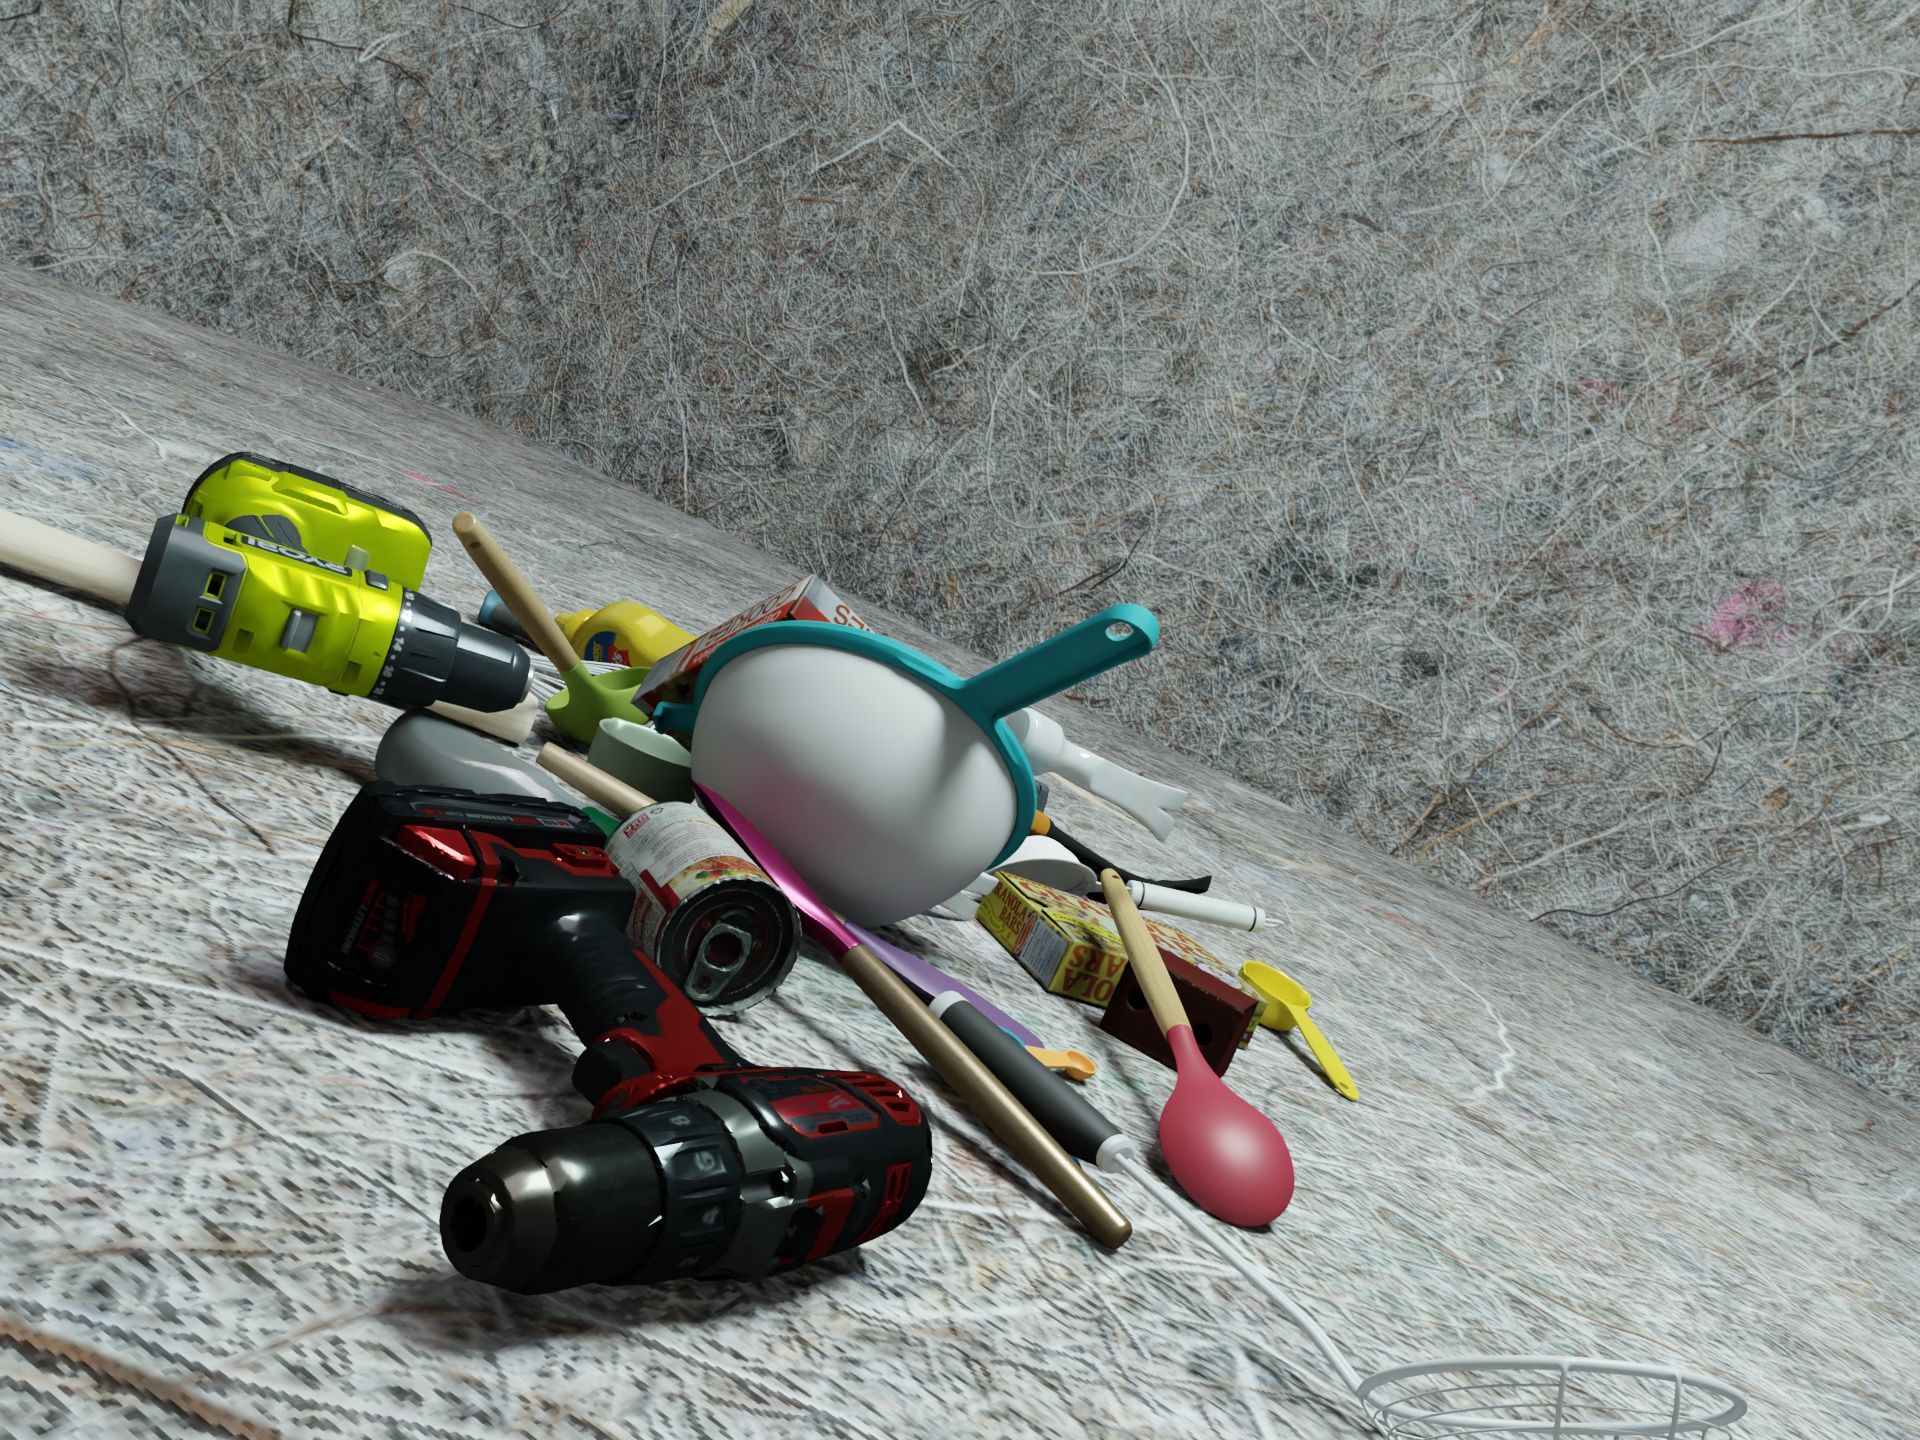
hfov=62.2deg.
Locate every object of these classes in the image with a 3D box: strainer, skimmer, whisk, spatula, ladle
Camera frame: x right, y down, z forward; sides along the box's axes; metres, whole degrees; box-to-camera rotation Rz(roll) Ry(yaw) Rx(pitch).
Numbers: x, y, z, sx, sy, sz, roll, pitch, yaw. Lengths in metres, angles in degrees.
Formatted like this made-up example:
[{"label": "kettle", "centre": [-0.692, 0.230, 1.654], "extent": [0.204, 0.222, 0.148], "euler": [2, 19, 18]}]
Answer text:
[{"label": "strainer", "centre": [-0.030, 0.031, 0.848], "extent": [0.210, 0.095, 0.340], "euler": [42, -40, -20]}, {"label": "skimmer", "centre": [0.124, 0.190, 0.649], "extent": [0.364, 0.090, 0.127], "euler": [33, -10, 42]}, {"label": "whisk", "centre": [-0.331, -0.043, 1.146], "extent": [0.246, 0.058, 0.059], "euler": [21, -27, -2]}, {"label": "spatula", "centre": [-0.087, 0.098, 0.853], "extent": [0.316, 0.018, 0.060], "euler": [32, 3, -8]}, {"label": "ladle", "centre": [-0.249, -0.057, 0.965], "extent": [0.078, 0.062, 0.320], "euler": [-16, -20, -3]}, {"label": "strainer", "centre": [0.118, 0.123, 1.156], "extent": [0.258, 0.050, 0.086], "euler": [14, -32, -14]}, {"label": "ladle", "centre": [0.116, 0.161, 0.881], "extent": [0.069, 0.031, 0.316], "euler": [12, 21, -13]}]

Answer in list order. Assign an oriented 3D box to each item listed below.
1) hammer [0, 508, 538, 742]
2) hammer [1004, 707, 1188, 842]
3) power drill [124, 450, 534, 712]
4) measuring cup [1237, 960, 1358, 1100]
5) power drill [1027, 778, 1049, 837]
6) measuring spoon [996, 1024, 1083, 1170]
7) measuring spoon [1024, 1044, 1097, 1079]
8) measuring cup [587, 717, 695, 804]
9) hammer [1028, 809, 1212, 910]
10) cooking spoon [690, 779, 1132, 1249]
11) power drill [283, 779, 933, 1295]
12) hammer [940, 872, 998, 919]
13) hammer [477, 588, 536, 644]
[{"label": "hammer", "centre": [-0.448, -0.065, 0.929], "extent": [0.410, 0.038, 0.146], "euler": [21, 9, -22]}, {"label": "hammer", "centre": [-0.002, -0.003, 1.088], "extent": [0.144, 0.035, 0.406], "euler": [27, -2, -30]}, {"label": "power drill", "centre": [-0.340, -0.071, 0.869], "extent": [0.190, 0.080, 0.229], "euler": [18, 11, -28]}, {"label": "measuring cup", "centre": [0.237, 0.225, 1.124], "extent": [0.062, 0.029, 0.157], "euler": [21, 19, -23]}, {"label": "power drill", "centre": [-0.035, 0.046, 1.326], "extent": [0.143, 0.078, 0.220], "euler": [19, 6, -41]}, {"label": "measuring spoon", "centre": [0.026, 0.186, 0.742], "extent": [0.042, 0.021, 0.129], "euler": [6, 24, -26]}, {"label": "measuring spoon", "centre": [0.025, 0.176, 0.821], "extent": [0.116, 0.011, 0.021], "euler": [14, 21, -37]}, {"label": "measuring cup", "centre": [-0.179, 0.038, 1.057], "extent": [0.083, 0.038, 0.167], "euler": [28, 6, 32]}, {"label": "hammer", "centre": [0.039, 0.067, 1.180], "extent": [0.336, 0.034, 0.127], "euler": [32, -19, -33]}, {"label": "cooking spoon", "centre": [-0.034, 0.126, 0.740], "extent": [0.319, 0.017, 0.068], "euler": [41, -19, 33]}, {"label": "power drill", "centre": [-0.136, 0.108, 0.537], "extent": [0.227, 0.080, 0.187], "euler": [32, 11, 32]}, {"label": "hammer", "centre": [-0.077, 0.040, 1.166], "extent": [0.146, 0.035, 0.335], "euler": [37, 4, -25]}, {"label": "hammer", "centre": [-0.258, -0.031, 1.307], "extent": [0.331, 0.033, 0.128], "euler": [26, 8, 13]}]
